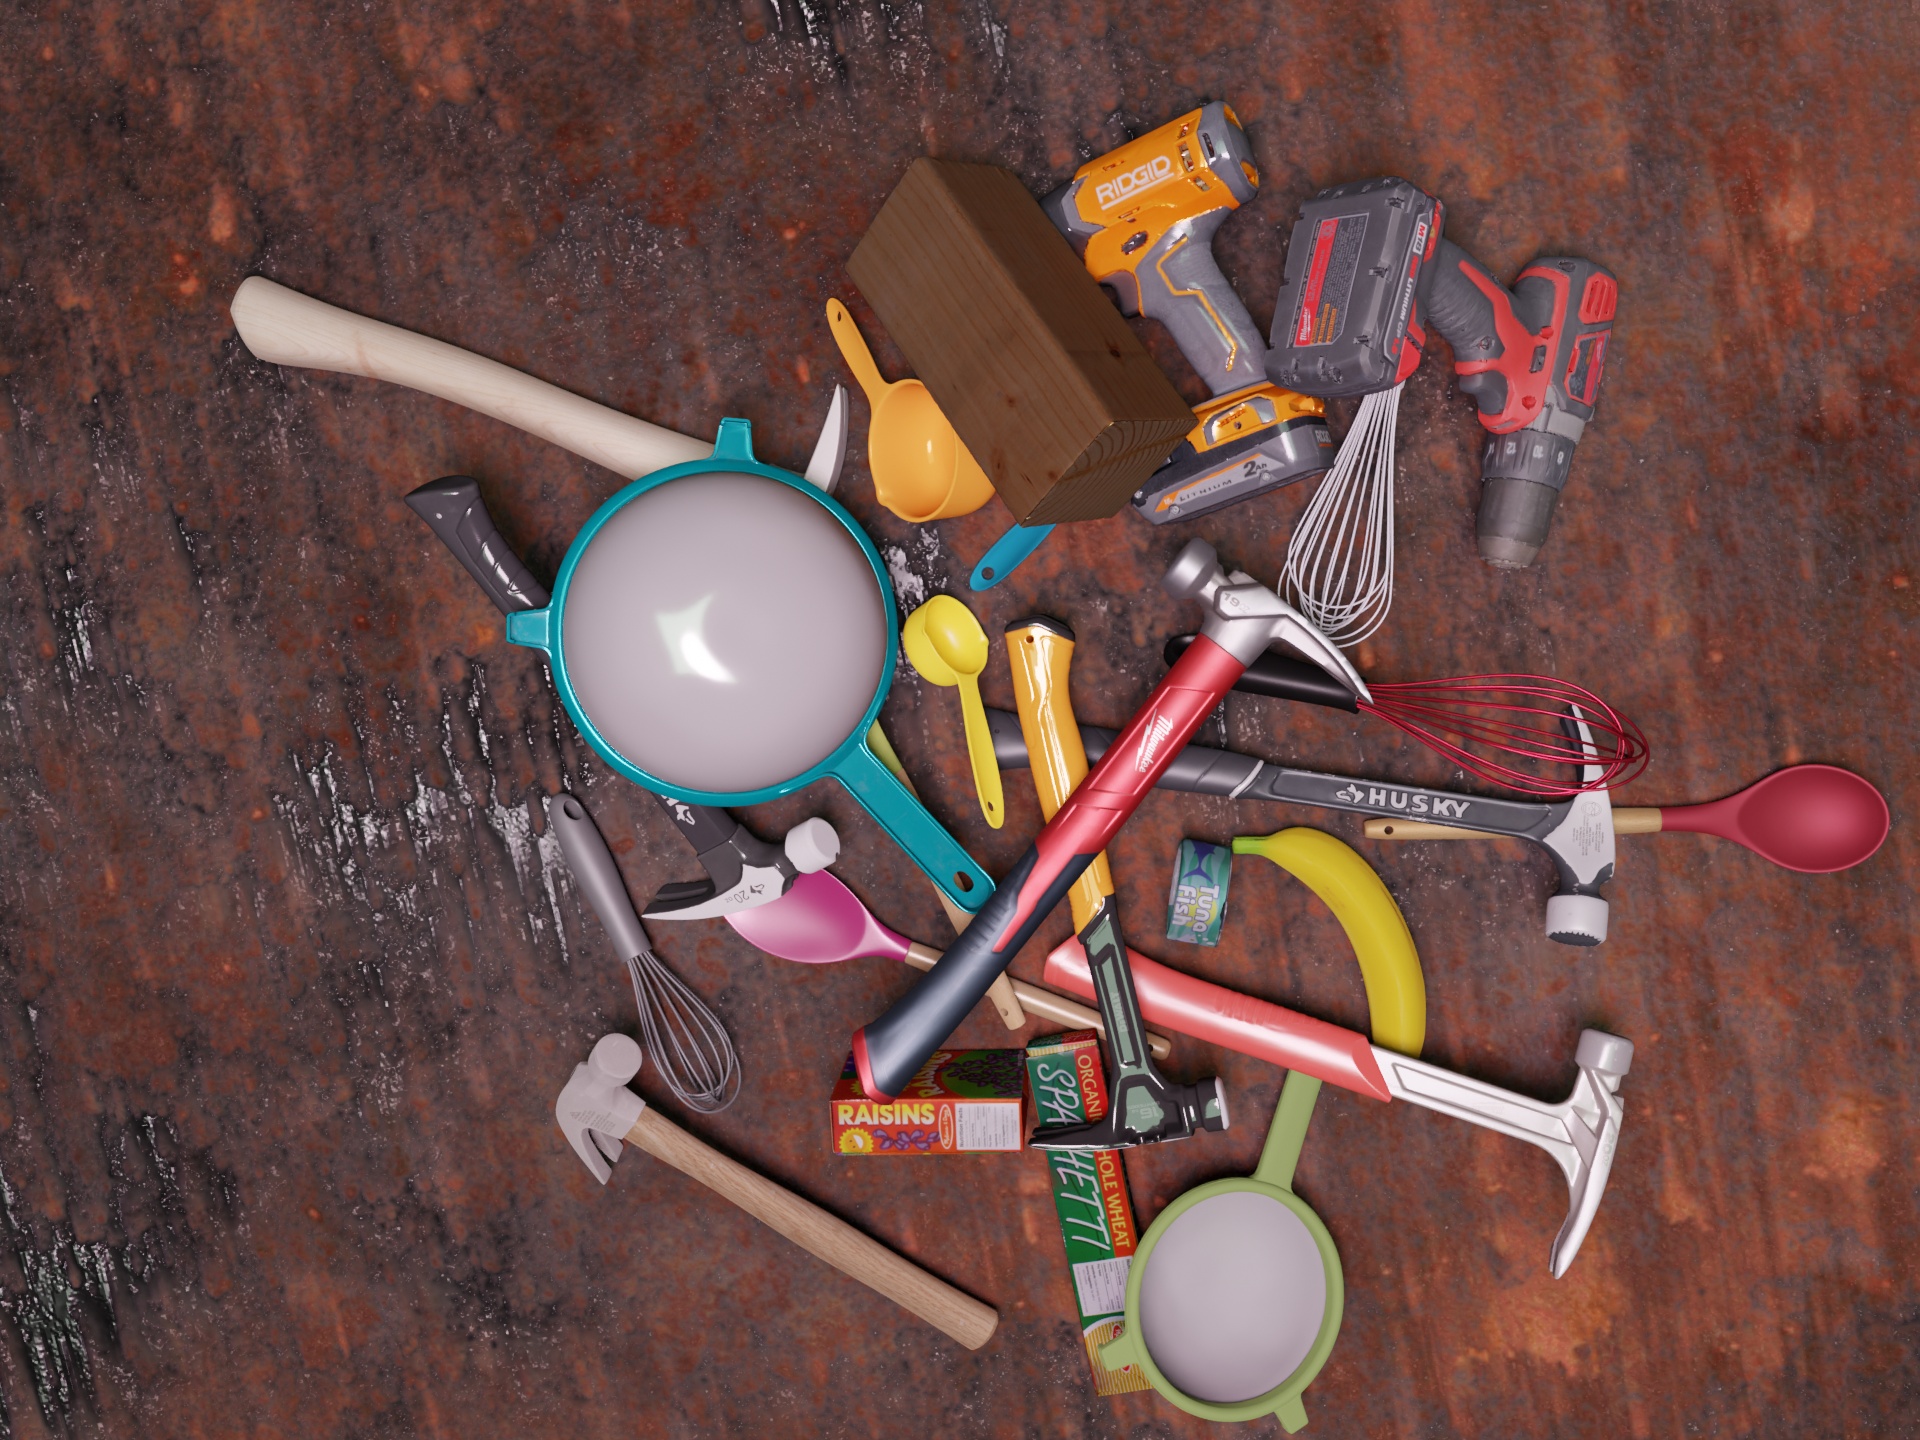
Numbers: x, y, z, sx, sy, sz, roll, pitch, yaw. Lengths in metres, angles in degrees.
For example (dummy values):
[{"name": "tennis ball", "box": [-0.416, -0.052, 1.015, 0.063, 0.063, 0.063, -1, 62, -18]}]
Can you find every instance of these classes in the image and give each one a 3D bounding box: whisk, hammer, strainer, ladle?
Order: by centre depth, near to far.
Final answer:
[{"name": "strainer", "box": [-0.090, -0.005, 0.936, 0.211, 0.095, 0.340, -44, 99, -8]}, {"name": "hammer", "box": [0.076, 0.085, 0.953, 0.143, 0.038, 0.386, 38, 96, 3]}, {"name": "whisk", "box": [0.264, -0.011, 0.972, 0.296, 0.073, 0.073, 15, 97, 23]}, {"name": "whisk", "box": [0.260, -0.184, 0.989, 0.070, 0.070, 0.284, 14, 92, 3]}, {"name": "hammer", "box": [0.072, 0.101, 0.993, 0.127, 0.034, 0.337, -12, 91, 12]}, {"name": "hammer", "box": [-0.228, -0.012, 0.996, 0.146, 0.035, 0.334, -28, 108, 29]}, {"name": "hammer", "box": [0.223, 0.216, 1.001, 0.359, 0.036, 0.149, 17, 87, 14]}, {"name": "hammer", "box": [0.203, 0.035, 1.009, 0.409, 0.036, 0.149, 9, 72, 8]}, {"name": "ladle", "box": [0.418, 0.065, 1.013, 0.315, 0.031, 0.069, -2, 93, 7]}, {"name": "ladle", "box": [-0.026, 0.053, 1.035, 0.078, 0.062, 0.320, -22, 98, 35]}, {"name": "hammer", "box": [-0.276, -0.214, 1.038, 0.410, 0.038, 0.146, 21, 96, 3]}, {"name": "strainer", "box": [0.186, 0.320, 1.045, 0.151, 0.069, 0.256, 23, 79, -13]}, {"name": "hammer", "box": [-0.121, 0.327, 1.060, 0.331, 0.031, 0.130, 33, 133, -7]}, {"name": "whisk", "box": [-0.215, 0.154, 1.067, 0.055, 0.055, 0.239, -28, 88, 7]}]

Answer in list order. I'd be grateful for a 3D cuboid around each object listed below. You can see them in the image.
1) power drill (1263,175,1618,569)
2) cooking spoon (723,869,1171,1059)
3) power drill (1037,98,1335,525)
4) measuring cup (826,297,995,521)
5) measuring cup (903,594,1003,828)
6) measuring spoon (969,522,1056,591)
[{"name": "power drill", "box": [0.286, -0.199, 0.925, 0.226, 0.080, 0.188, 11, 92, -34]}, {"name": "cooking spoon", "box": [-0.011, 0.164, 1.062, 0.319, 0.017, 0.069, 21, 97, 3]}, {"name": "power drill", "box": [0.124, -0.239, 0.975, 0.164, 0.084, 0.226, -18, 90, 27]}, {"name": "measuring cup", "box": [-0.030, -0.204, 1.012, 0.095, 0.052, 0.174, -51, 59, 44]}, {"name": "measuring cup", "box": [-0.002, -0.003, 1.009, 0.029, 0.062, 0.157, -25, 69, 38]}, {"name": "measuring spoon", "box": [0.054, -0.129, 1.032, 0.128, 0.021, 0.042, -43, 84, 16]}]
